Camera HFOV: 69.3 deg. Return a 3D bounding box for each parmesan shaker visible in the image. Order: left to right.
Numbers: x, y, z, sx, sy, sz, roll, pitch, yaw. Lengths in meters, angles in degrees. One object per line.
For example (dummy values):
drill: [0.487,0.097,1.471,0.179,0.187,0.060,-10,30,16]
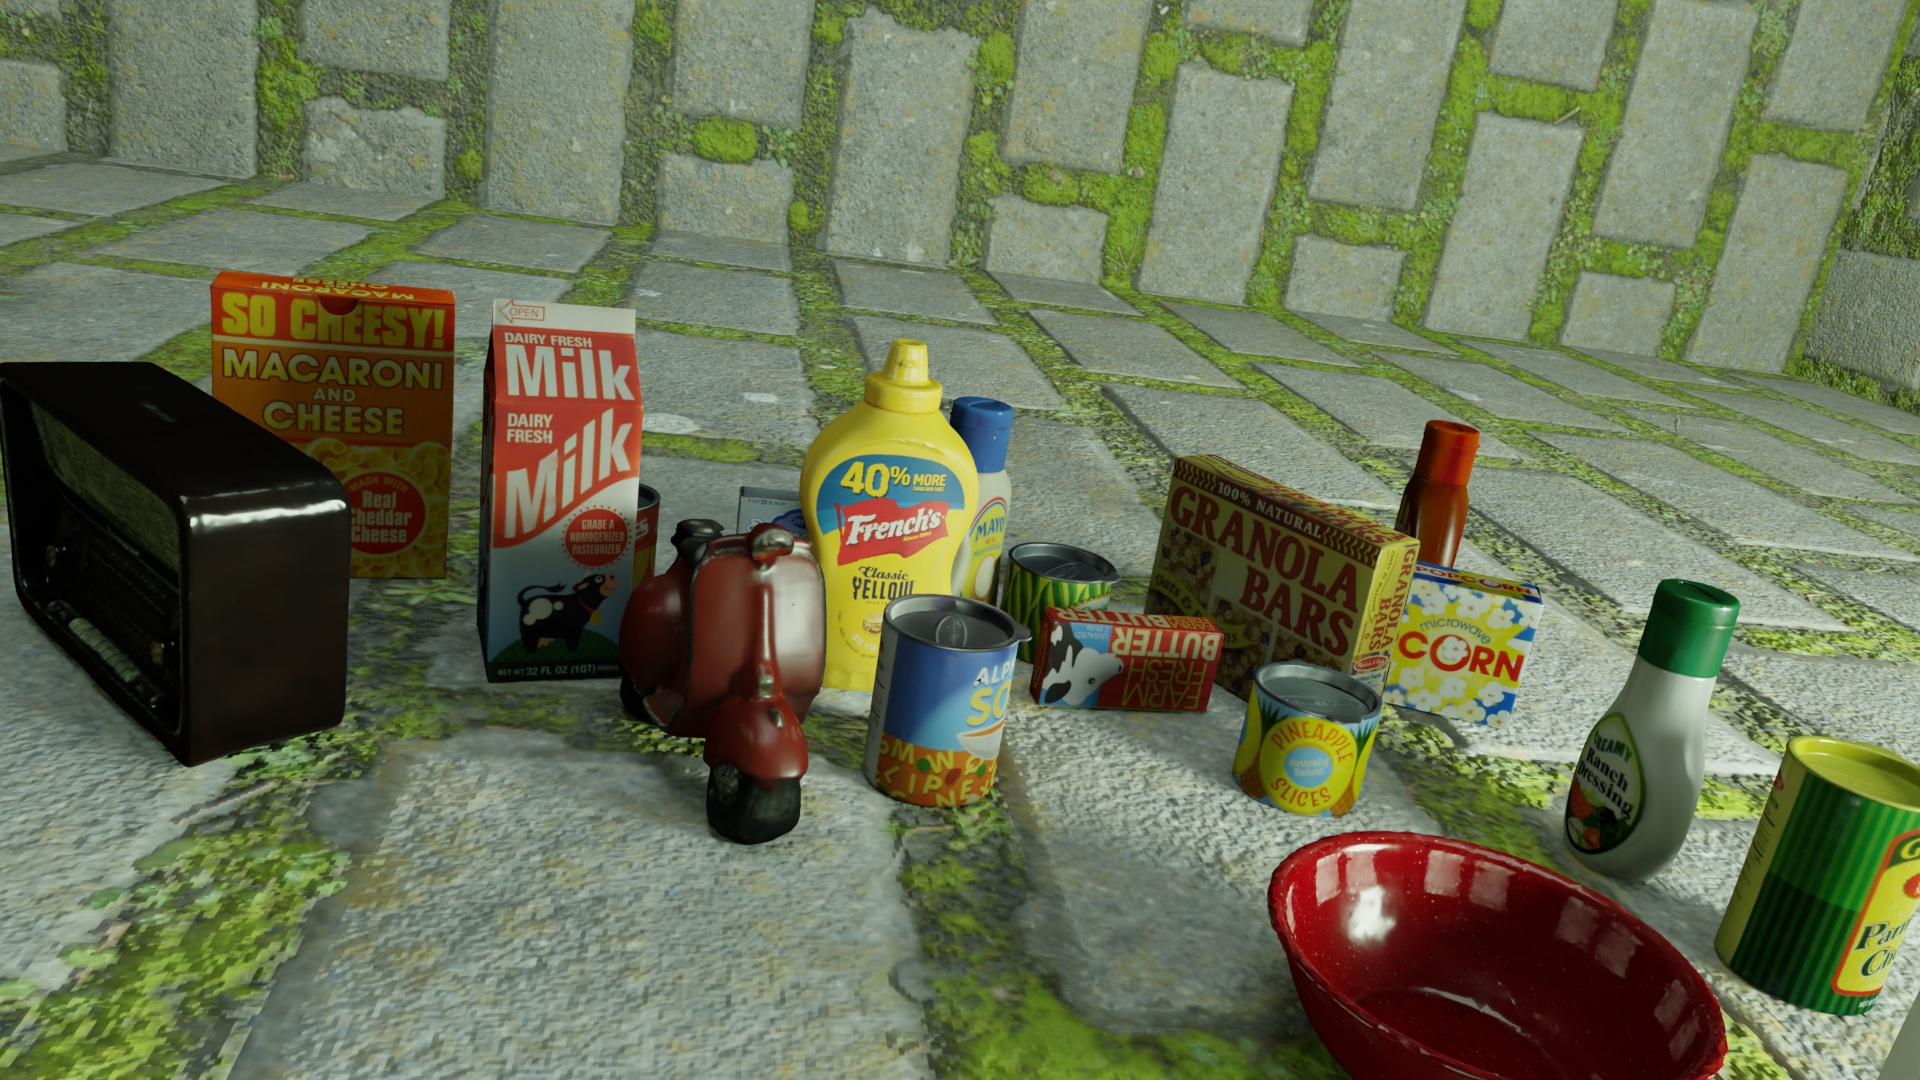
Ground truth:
parmesan shaker: [0.385,0.146,0.613,0.071,0.102,0.071,8,18,-3]

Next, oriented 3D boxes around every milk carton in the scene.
milk carton: [-0.209,-0.028,0.719,0.072,0.189,0.073,1,20,-24]

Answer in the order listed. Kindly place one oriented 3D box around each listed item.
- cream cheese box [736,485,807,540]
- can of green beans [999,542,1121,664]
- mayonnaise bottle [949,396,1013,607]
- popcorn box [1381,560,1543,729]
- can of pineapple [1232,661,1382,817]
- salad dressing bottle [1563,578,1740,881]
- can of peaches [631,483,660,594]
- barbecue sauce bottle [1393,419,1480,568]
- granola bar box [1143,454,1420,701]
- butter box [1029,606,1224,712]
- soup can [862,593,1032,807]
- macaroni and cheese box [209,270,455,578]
cream cheese box: [-0.095,-0.004,0.914,0.104,0.053,0.024,5,18,-13]
can of green beans: [0.057,0.039,0.850,0.071,0.057,0.071,8,18,-3]
mayonnaise bottle: [0.003,-0.010,0.830,0.041,0.147,0.065,20,21,30]
popcorn box: [0.282,0.058,0.855,0.127,0.085,0.038,12,18,11]
can of pineapple: [0.178,0.103,0.718,0.071,0.057,0.071,8,18,-3]
salad dressing bottle: [0.340,0.093,0.681,0.044,0.147,0.064,5,18,-10]
can of peaches: [-0.217,-0.001,0.842,0.071,0.057,0.071,8,18,-3]
barbecue sauce bottle: [0.328,-0.009,0.975,0.044,0.148,0.065,9,18,0]
granola bar box: [0.185,0.031,0.828,0.039,0.123,0.166,-4,22,-34]
butter box: [0.094,0.068,0.788,0.103,0.053,0.024,4,19,-14]
soup can: [-0.007,0.077,0.668,0.071,0.083,0.071,8,18,-3]
macaroni and cheese box: [-0.354,-0.062,0.789,0.124,0.165,0.040,1,19,-22]
